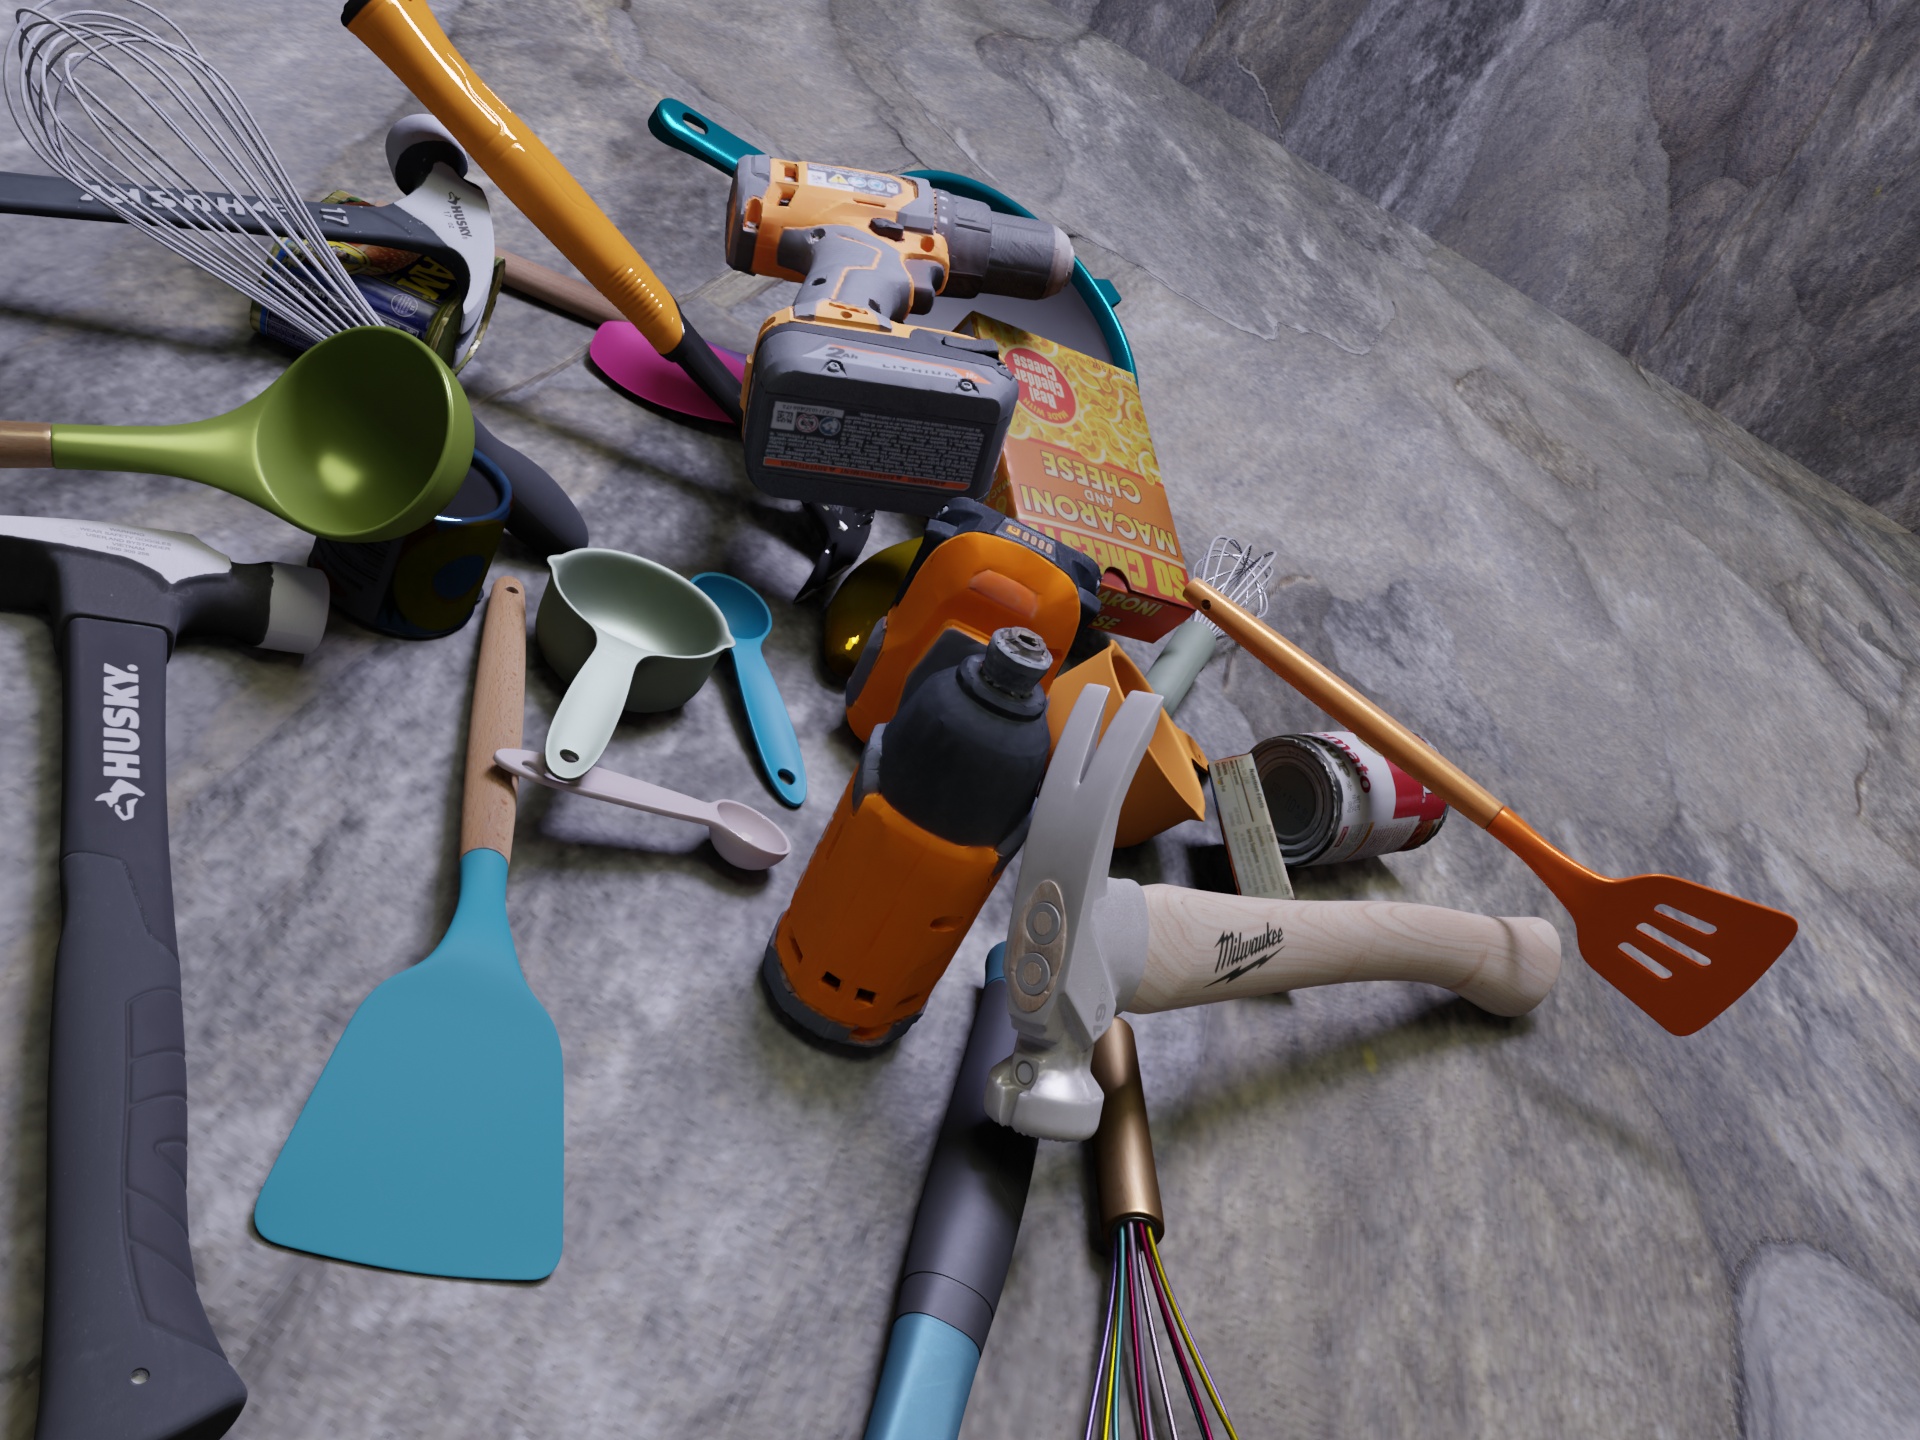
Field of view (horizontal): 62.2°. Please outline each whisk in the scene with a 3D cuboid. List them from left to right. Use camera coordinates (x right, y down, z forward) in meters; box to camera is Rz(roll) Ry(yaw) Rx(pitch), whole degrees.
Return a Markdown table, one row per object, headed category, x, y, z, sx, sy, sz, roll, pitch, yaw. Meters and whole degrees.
| category | x | y | z | sx | sy | sz | roll | pitch | yaw |
| --- | --- | --- | --- | --- | --- | --- | --- | --- | --- |
| whisk | -0.243 | -0.157 | 0.624 | 0.284 | 0.070 | 0.070 | 48 | 17 | -39 |
| whisk | 0.063 | 0.186 | 0.524 | 0.051 | 0.047 | 0.245 | 22 | 29 | -14 |
| whisk | 0.138 | -0.049 | 0.921 | 0.059 | 0.058 | 0.246 | 58 | 34 | -12 |

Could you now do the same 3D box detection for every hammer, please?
| category | x | y | z | sx | sy | sz | roll | pitch | yaw |
| --- | --- | --- | --- | --- | --- | --- | --- | --- | --- |
| hammer | -0.386 | -0.204 | 0.624 | 0.408 | 0.036 | 0.149 | -6 | 53 | -32 |
| hammer | -0.243 | 0.053 | 0.446 | 0.146 | 0.035 | 0.335 | 9 | 38 | -35 |
| hammer | -0.160 | -0.204 | 0.761 | 0.336 | 0.034 | 0.127 | 47 | 26 | -23 |
| hammer | -0.003 | 0.179 | 0.483 | 0.128 | 0.033 | 0.331 | 31 | 31 | -5 |
| hammer | 0.161 | 0.083 | 0.657 | 0.038 | 0.146 | 0.410 | 12 | 1 | 41 |

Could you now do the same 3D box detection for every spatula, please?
| category | x | y | z | sx | sy | sz | roll | pitch | yaw |
| --- | --- | --- | --- | --- | --- | --- | --- | --- | --- |
| spatula | -0.167 | 0.041 | 0.545 | 0.082 | 0.044 | 0.318 | 17 | 29 | -22 |
| spatula | -0.178 | -0.226 | 0.914 | 0.315 | 0.018 | 0.060 | 19 | 31 | -23 |
| spatula | 0.239 | 0.030 | 0.768 | 0.323 | 0.081 | 0.041 | 40 | 29 | 16 |

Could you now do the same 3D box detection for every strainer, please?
| category | x | y | z | sx | sy | sz | roll | pitch | yaw |
| --- | --- | --- | --- | --- | --- | --- | --- | --- | --- |
| strainer | -0.048 | -0.250 | 0.956 | 0.340 | 0.095 | 0.211 | 24 | 50 | -27 |

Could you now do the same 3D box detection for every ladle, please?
| category | x | y | z | sx | sy | sz | roll | pitch | yaw |
| --- | --- | --- | --- | --- | --- | --- | --- | --- | --- |
| ladle | -0.322 | -0.093 | 0.509 | 0.320 | 0.062 | 0.078 | -3 | 77 | -24 |

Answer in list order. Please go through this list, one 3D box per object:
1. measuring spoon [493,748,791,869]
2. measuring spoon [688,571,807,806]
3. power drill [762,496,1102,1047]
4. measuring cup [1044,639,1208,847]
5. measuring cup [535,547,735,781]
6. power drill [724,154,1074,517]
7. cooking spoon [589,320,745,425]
| category | x | y | z | sx | sy | sz | roll | pitch | yaw |
| --- | --- | --- | --- | --- | --- | --- | --- | --- | --- |
| measuring spoon | -0.117 | 0.034 | 0.583 | 0.124 | 0.018 | 0.034 | 21 | 18 | -38 |
| measuring spoon | -0.093 | -0.011 | 0.694 | 0.042 | 0.021 | 0.129 | 5 | 49 | -38 |
| power drill | -0.001 | -0.002 | 0.616 | 0.084 | 0.164 | 0.227 | 25 | 30 | -6 |
| measuring cup | 0.084 | 0.021 | 0.775 | 0.095 | 0.052 | 0.173 | 65 | 14 | 16 |
| measuring cup | -0.140 | -0.012 | 0.618 | 0.083 | 0.038 | 0.168 | 25 | 29 | -12 |
| power drill | -0.023 | -0.198 | 0.787 | 0.185 | 0.084 | 0.226 | 5 | 44 | -13 |
| cooking spoon | -0.059 | -0.147 | 0.909 | 0.318 | 0.017 | 0.069 | 23 | 44 | -14 |
